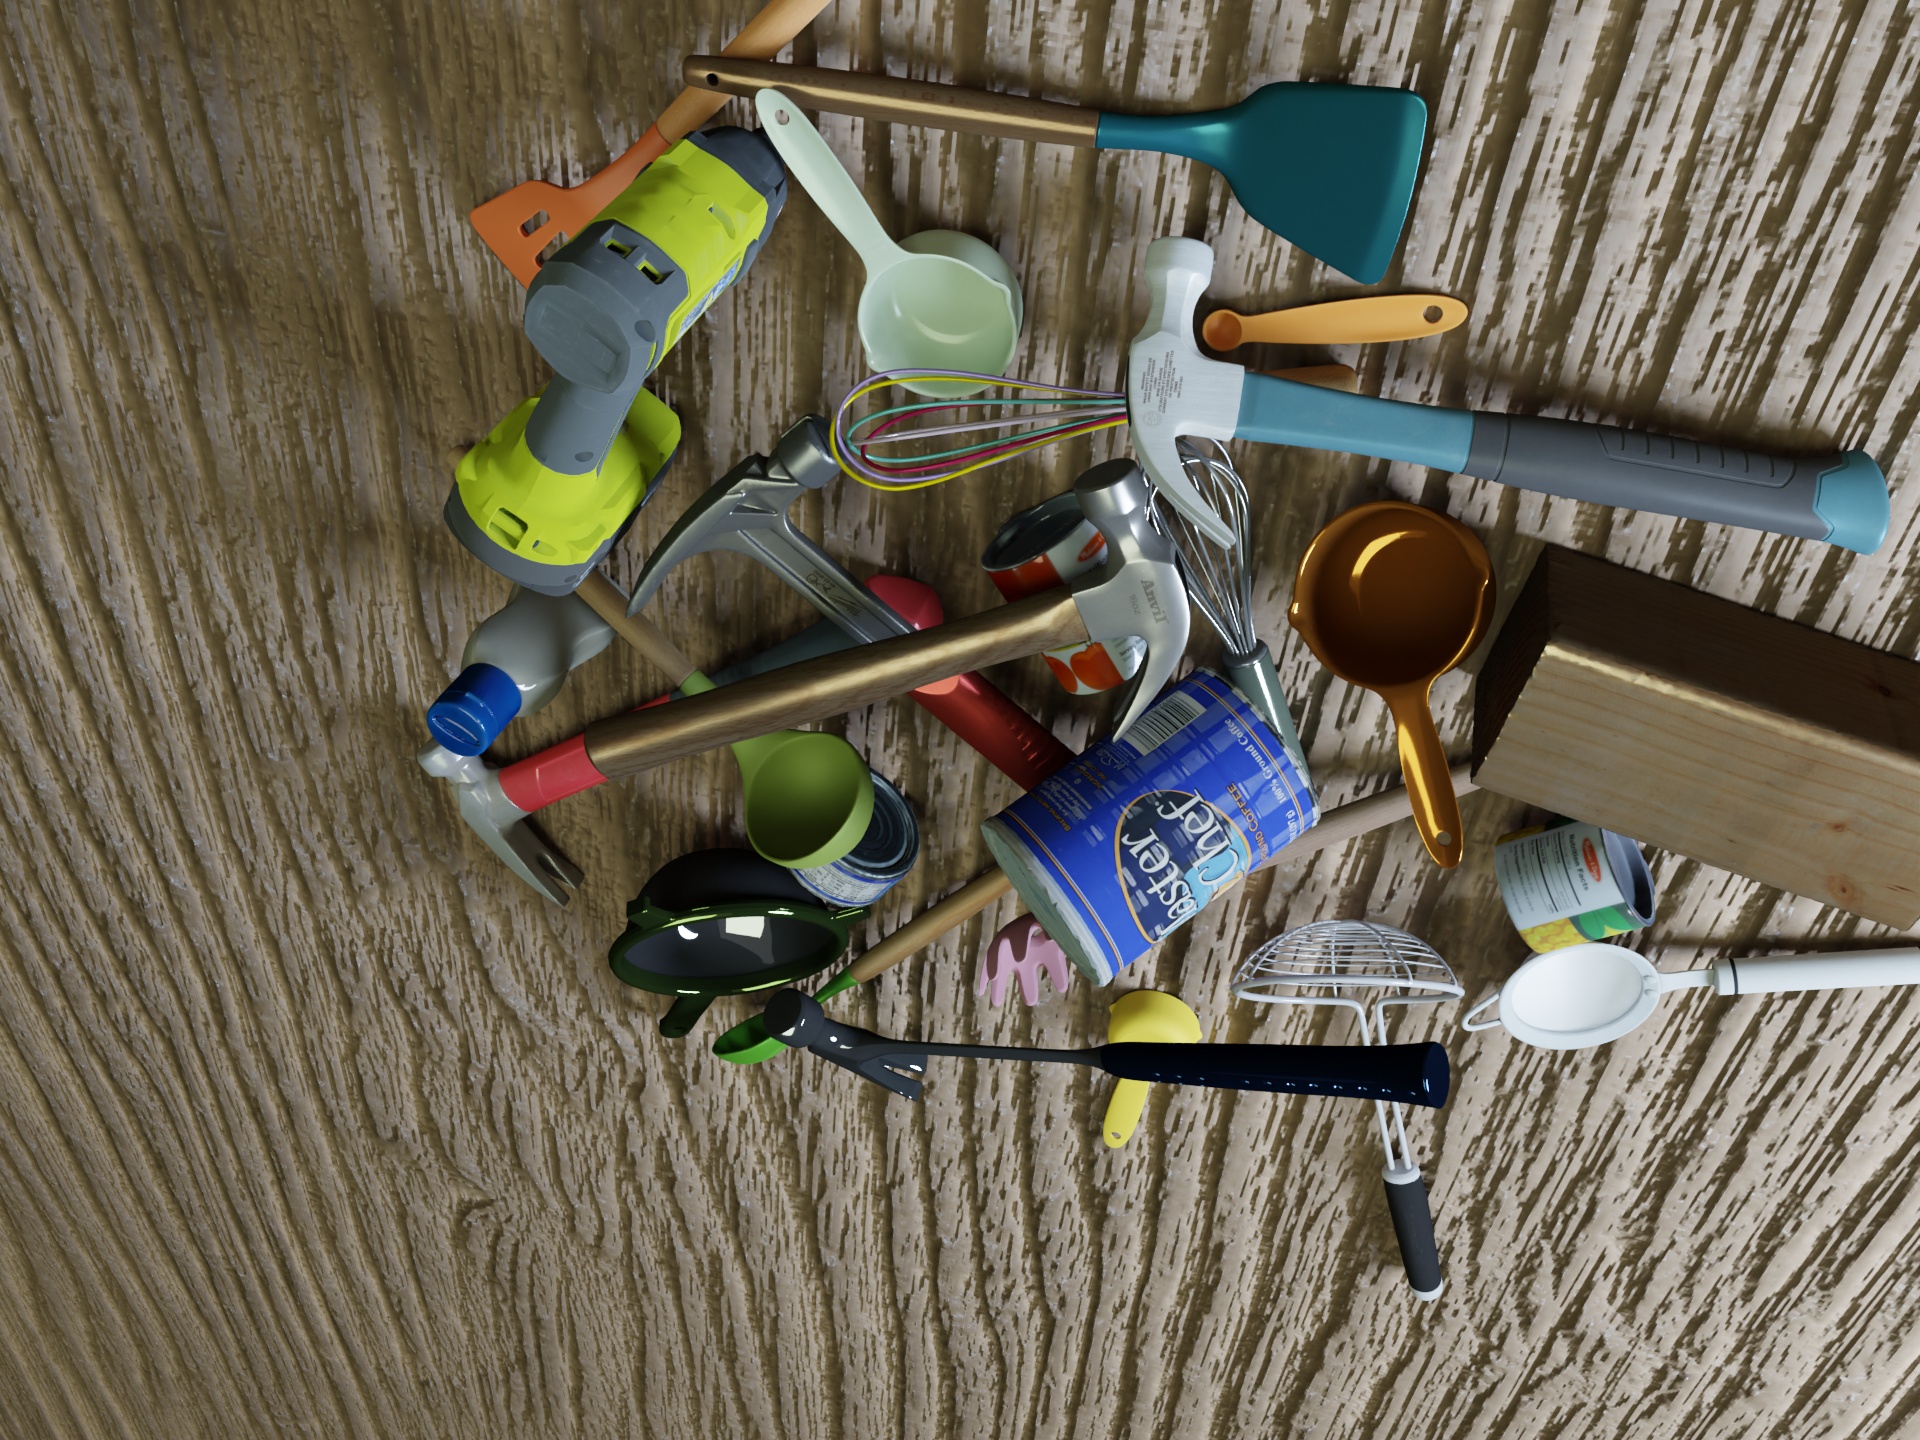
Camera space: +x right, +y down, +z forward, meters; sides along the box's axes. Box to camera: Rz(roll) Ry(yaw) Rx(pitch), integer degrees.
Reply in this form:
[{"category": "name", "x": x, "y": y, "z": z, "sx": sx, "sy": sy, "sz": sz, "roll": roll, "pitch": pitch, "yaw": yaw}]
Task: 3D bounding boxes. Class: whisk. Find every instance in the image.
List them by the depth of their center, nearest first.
[{"category": "whisk", "x": 0.060, "y": -0.140, "z": 0.741, "sx": 0.245, "sy": 0.047, "sz": 0.051, "roll": -5, "pitch": 147, "yaw": 5}, {"category": "whisk", "x": 0.143, "y": -0.041, "z": 0.817, "sx": 0.059, "sy": 0.058, "sz": 0.246, "roll": 22, "pitch": 144, "yaw": 51}]

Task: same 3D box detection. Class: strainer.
[{"category": "strainer", "x": 0.402, "y": 0.138, "z": 0.856, "sx": 0.258, "sy": 0.050, "sz": 0.086, "roll": -7, "pitch": 129, "yaw": 18}, {"category": "strainer", "x": -0.167, "y": 0.145, "z": 1.059, "sx": 0.151, "sy": 0.069, "sz": 0.256, "roll": 2, "pitch": 152, "yaw": -22}]

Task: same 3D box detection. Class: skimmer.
[{"category": "skimmer", "x": 0.255, "y": 0.256, "z": 0.965, "sx": 0.127, "sy": 0.090, "sz": 0.363, "roll": -5, "pitch": 124, "yaw": 23}]

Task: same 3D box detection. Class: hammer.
[{"category": "hammer", "x": 0.234, "y": -0.121, "z": 0.693, "sx": 0.331, "sy": 0.033, "sz": 0.128, "roll": 10, "pitch": 90, "yaw": 3}, {"category": "hammer", "x": -0.044, "y": -0.022, "z": 0.798, "sx": 0.331, "sy": 0.031, "sz": 0.130, "roll": -16, "pitch": 119, "yaw": 21}, {"category": "hammer", "x": -0.001, "y": -0.003, "z": 0.858, "sx": 0.358, "sy": 0.037, "sz": 0.149, "roll": 40, "pitch": 121, "yaw": -23}, {"category": "hammer", "x": 0.081, "y": 0.200, "z": 0.937, "sx": 0.405, "sy": 0.035, "sz": 0.143, "roll": -5, "pitch": 151, "yaw": 33}, {"category": "hammer", "x": -0.162, "y": 0.011, "z": 0.967, "sx": 0.386, "sy": 0.038, "sz": 0.143, "roll": -21, "pitch": 117, "yaw": 32}]

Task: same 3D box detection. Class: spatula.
[{"category": "spatula", "x": 0.032, "y": -0.254, "z": 0.680, "sx": 0.317, "sy": 0.044, "sz": 0.082, "roll": 10, "pitch": 133, "yaw": 5}, {"category": "spatula", "x": -0.117, "y": -0.290, "z": 0.735, "sx": 0.322, "sy": 0.041, "sz": 0.081, "roll": -31, "pitch": 111, "yaw": 31}]

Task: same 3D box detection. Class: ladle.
[{"category": "ladle", "x": -0.172, "y": -0.042, "z": 0.880, "sx": 0.320, "sy": 0.062, "sz": 0.078, "roll": 44, "pitch": 91, "yaw": 3}]

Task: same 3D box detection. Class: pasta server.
[{"category": "pasta server", "x": 0.151, "y": 0.085, "z": 0.867, "sx": 0.316, "sy": 0.040, "sz": 0.060, "roll": -23, "pitch": 146, "yaw": 17}]

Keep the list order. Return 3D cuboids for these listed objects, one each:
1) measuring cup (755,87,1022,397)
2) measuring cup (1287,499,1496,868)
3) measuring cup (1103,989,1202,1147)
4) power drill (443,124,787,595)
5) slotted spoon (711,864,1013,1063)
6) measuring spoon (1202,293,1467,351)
[{"category": "measuring cup", "x": -0.034, "y": -0.224, "z": 0.730, "sx": 0.083, "sy": 0.038, "sz": 0.167, "roll": -22, "pitch": 123, "yaw": 33}, {"category": "measuring cup", "x": 0.218, "y": -0.019, "z": 0.753, "sx": 0.095, "sy": 0.052, "sz": 0.173, "roll": -13, "pitch": 90, "yaw": 32}, {"category": "measuring cup", "x": 0.114, "y": 0.240, "z": 1.043, "sx": 0.062, "sy": 0.029, "sz": 0.156, "roll": 17, "pitch": 128, "yaw": 7}, {"category": "power drill", "x": -0.158, "y": -0.172, "z": 0.751, "sx": 0.080, "sy": 0.171, "sz": 0.223, "roll": 36, "pitch": 140, "yaw": -8}, {"category": "slotted spoon", "x": -0.050, "y": 0.153, "z": 1.028, "sx": 0.313, "sy": 0.070, "sz": 0.031, "roll": -36, "pitch": 91, "yaw": 31}, {"category": "measuring spoon", "x": 0.169, "y": -0.182, "z": 0.721, "sx": 0.117, "sy": 0.011, "sz": 0.021, "roll": -1, "pitch": 121, "yaw": 16}]
